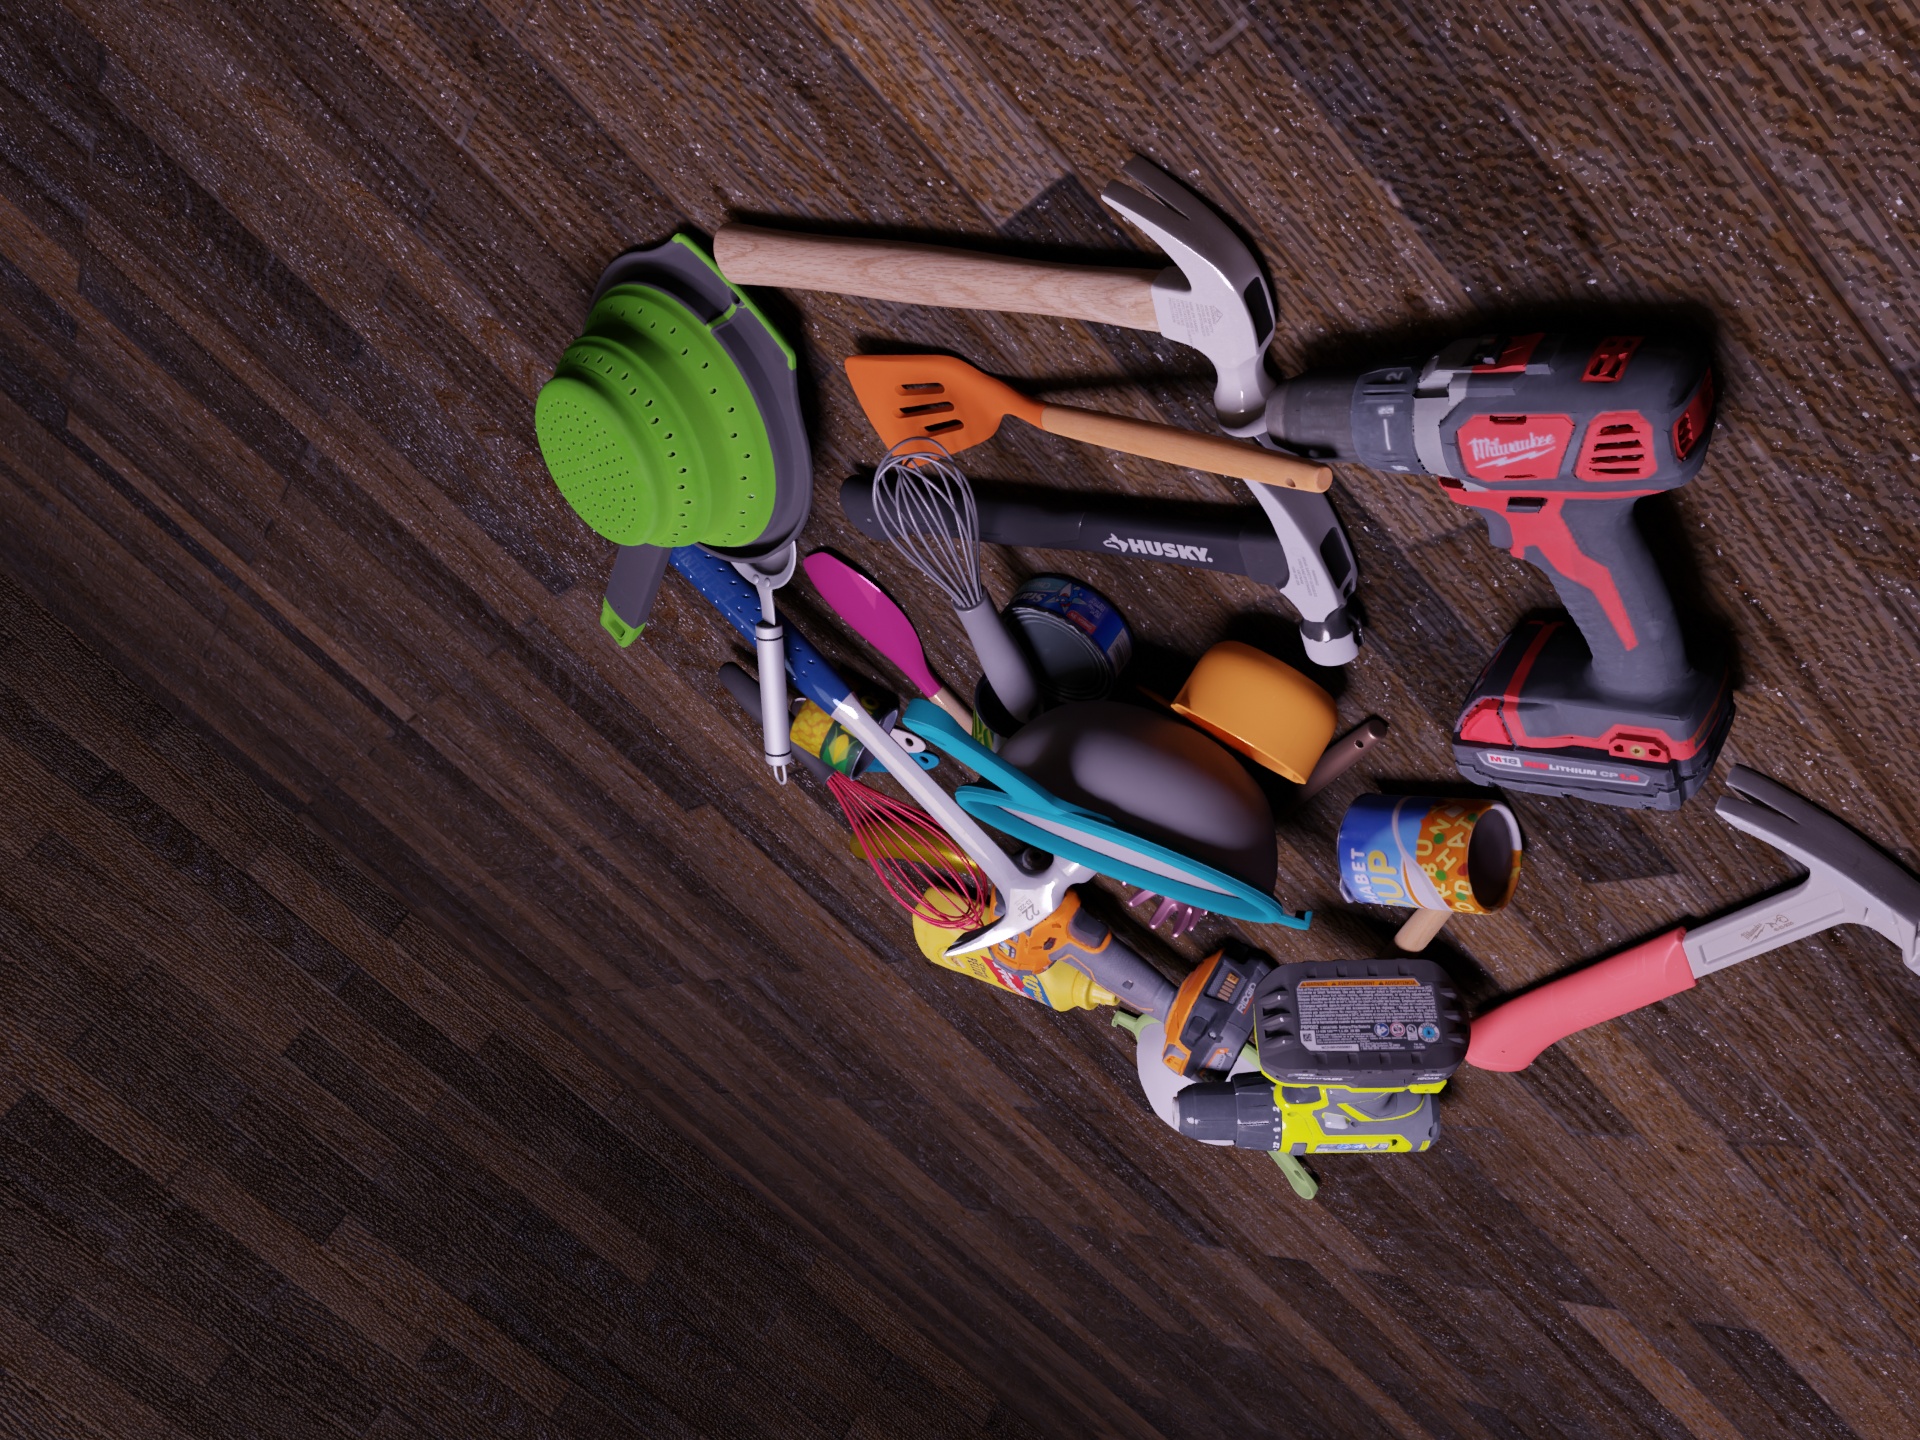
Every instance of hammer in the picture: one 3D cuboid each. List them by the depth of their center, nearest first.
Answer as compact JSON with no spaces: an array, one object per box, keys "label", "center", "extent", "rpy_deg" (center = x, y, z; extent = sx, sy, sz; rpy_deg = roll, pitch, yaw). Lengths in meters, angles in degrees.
[{"label":"hammer","center":[0.002,-0.225,0.802],"extent":[0.331,0.031,0.129],"rpy_deg":[17,147,32]},{"label":"hammer","center":[0.061,-0.114,0.904],"extent":[0.335,0.035,0.146],"rpy_deg":[13,145,38]},{"label":"hammer","center":[0.390,0.142,0.923],"extent":[0.149,0.037,0.359],"rpy_deg":[36,152,1]},{"label":"hammer","center":[-0.082,0.000,1.153],"extent":[0.405,0.035,0.144],"rpy_deg":[46,116,2]}]

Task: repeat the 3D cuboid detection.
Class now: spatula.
[{"label":"spatula","center":[0.056,-0.146,0.814],"extent":[0.323,0.041,0.080],"rpy_deg":[25,154,48]}]

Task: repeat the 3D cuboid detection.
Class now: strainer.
[{"label":"strainer","center":[0.077,0.023,0.928],"extent":[0.211,0.095,0.340],"rpy_deg":[15,168,36]},{"label":"strainer","center":[-0.133,-0.071,1.105],"extent":[0.087,0.050,0.258],"rpy_deg":[21,123,39]},{"label":"strainer","center":[0.234,0.357,1.390],"extent":[0.151,0.069,0.256],"rpy_deg":[-5,130,51]}]

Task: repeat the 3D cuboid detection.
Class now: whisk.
[{"label":"whisk","center":[0.008,-0.074,0.942],"extent":[0.055,0.055,0.238],"rpy_deg":[15,151,34]},{"label":"whisk","center":[-0.086,0.057,1.253],"extent":[0.296,0.073,0.073],"rpy_deg":[44,153,9]}]

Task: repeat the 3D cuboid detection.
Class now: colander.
[{"label":"colander","center":[-0.221,-0.138,1.046],"extent":[0.204,0.094,0.397],"rpy_deg":[48,146,7]}]

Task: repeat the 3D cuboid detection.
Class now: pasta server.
[{"label":"pasta server","center":[0.189,0.071,1.040],"extent":[0.060,0.040,0.316],"rpy_deg":[46,152,5]}]

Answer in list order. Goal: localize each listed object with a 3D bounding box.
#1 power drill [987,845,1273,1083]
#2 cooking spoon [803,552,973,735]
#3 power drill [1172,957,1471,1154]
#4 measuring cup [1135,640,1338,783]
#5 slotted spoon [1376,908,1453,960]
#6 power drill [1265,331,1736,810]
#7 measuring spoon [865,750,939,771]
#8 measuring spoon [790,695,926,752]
[{"label":"power drill","center":[0.124,0.180,1.228],"extent":[0.226,0.084,0.164],"rpy_deg":[28,151,16]},{"label":"cooking spoon","center":[-0.002,-0.004,1.158],"extent":[0.318,0.017,0.069],"rpy_deg":[47,152,-19]},{"label":"power drill","center":[0.250,0.247,1.111],"extent":[0.190,0.080,0.228],"rpy_deg":[-1,148,3]},{"label":"measuring cup","center":[0.155,-0.018,0.938],"extent":[0.095,0.052,0.174],"rpy_deg":[31,-178,-24]},{"label":"slotted spoon","center":[0.293,0.171,1.087],"extent":[0.070,0.031,0.313],"rpy_deg":[15,147,3]},{"label":"power drill","center":[0.247,-0.072,0.719],"extent":[0.188,0.080,0.226],"rpy_deg":[9,139,41]},{"label":"measuring spoon","center":[-0.064,0.028,1.287],"extent":[0.129,0.021,0.042],"rpy_deg":[-4,131,38]},{"label":"measuring spoon","center":[-0.080,0.003,1.266],"extent":[0.124,0.018,0.034],"rpy_deg":[15,127,24]}]
